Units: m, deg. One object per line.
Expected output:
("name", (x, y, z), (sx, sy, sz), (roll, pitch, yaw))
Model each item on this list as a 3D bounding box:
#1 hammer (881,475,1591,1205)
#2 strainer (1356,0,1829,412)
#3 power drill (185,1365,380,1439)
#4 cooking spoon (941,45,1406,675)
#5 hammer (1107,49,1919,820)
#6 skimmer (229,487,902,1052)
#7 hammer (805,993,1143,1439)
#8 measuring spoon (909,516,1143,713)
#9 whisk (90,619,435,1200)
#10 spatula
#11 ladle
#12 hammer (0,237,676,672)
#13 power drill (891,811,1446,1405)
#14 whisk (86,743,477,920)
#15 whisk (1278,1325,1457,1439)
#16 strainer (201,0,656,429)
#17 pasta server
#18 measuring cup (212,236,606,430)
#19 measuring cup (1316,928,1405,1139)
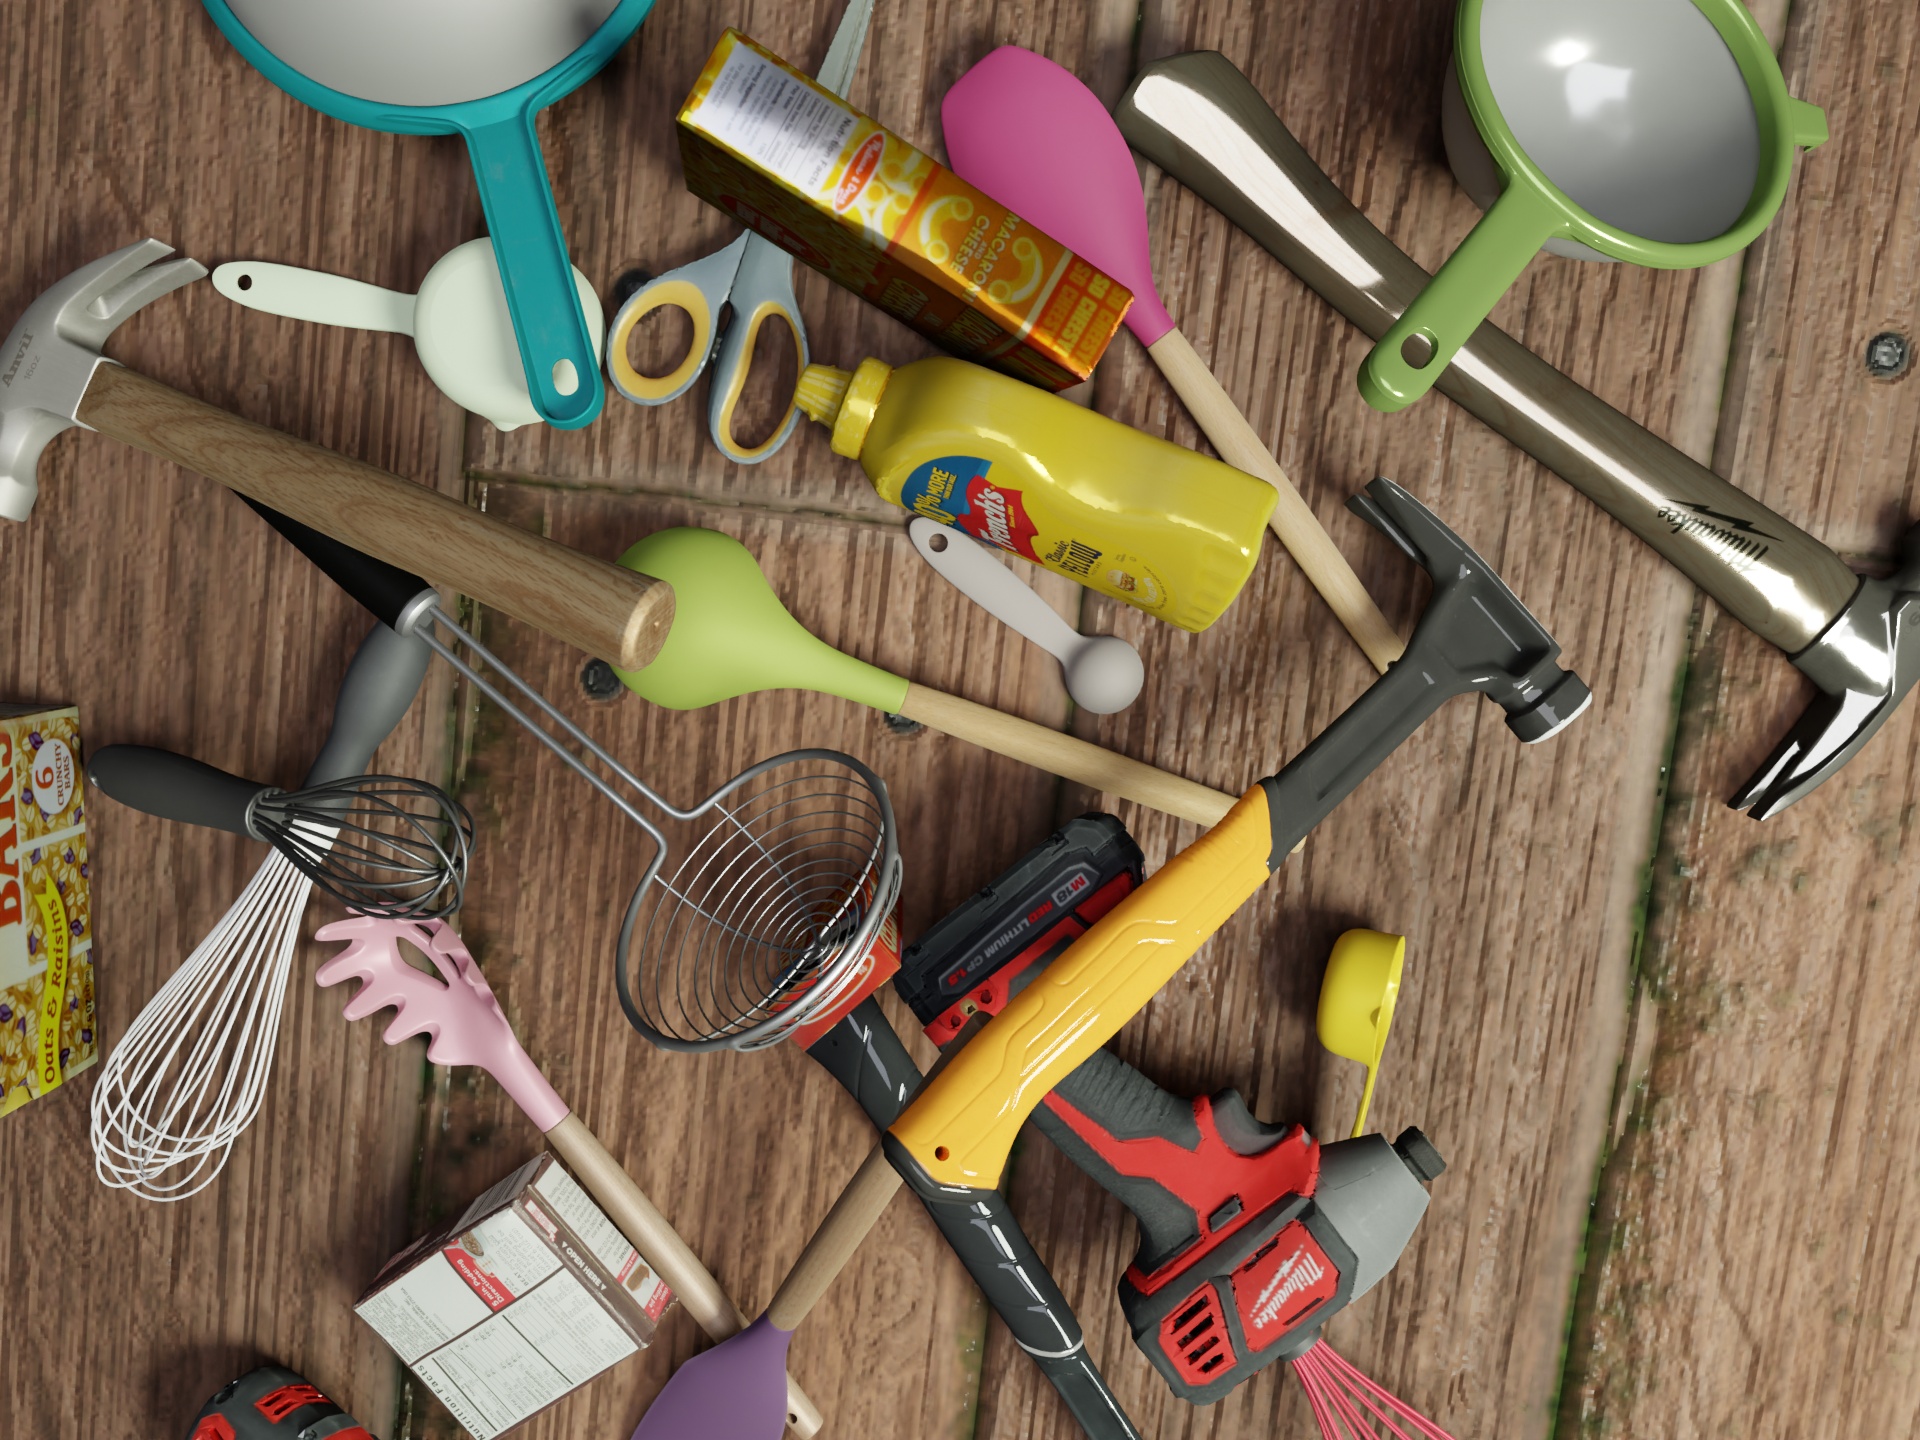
("hammer", (0.096, 0.050, 0.612), (0.337, 0.034, 0.127), (-42, 89, -16))
("strainer", (0.213, -0.197, 0.610), (0.151, 0.069, 0.256), (42, 69, -4))
("power drill", (-0.288, 0.421, 0.681), (0.188, 0.080, 0.226), (28, 95, 26))
("cooking spoon", (0.099, -0.140, 0.668), (0.068, 0.017, 0.319), (-34, 98, 25))
("hammer", (0.228, -0.129, 0.665), (0.410, 0.038, 0.146), (36, 97, -3))
("skimmer", (-0.177, -0.014, 0.614), (0.363, 0.090, 0.127), (38, 81, 11))
("hammer", (0.053, 0.286, 0.695), (0.149, 0.036, 0.409), (-32, 91, 31))
("measuring spoon", (0.027, -0.047, 0.684), (0.124, 0.018, 0.034), (38, 96, -3))
("whisk", (-0.295, 0.077, 0.686), (0.070, 0.070, 0.284), (27, 92, -3))
("spatula", (-0.063, 0.238, 0.674), (0.060, 0.018, 0.315), (30, 115, -3))
("ladle", (-0.001, -0.002, 0.684), (0.320, 0.062, 0.078), (20, 93, -8))
("hammer", (-0.253, -0.095, 0.622), (0.331, 0.031, 0.130), (22, 89, 18))
("power drill", (0.085, 0.151, 0.652), (0.143, 0.078, 0.220), (-38, 82, 5))
("whisk", (-0.279, 0.036, 0.636), (0.239, 0.055, 0.055), (10, 98, 31))
("whisk", (0.163, 0.291, 0.704), (0.073, 0.073, 0.296), (-38, 88, 4))
("strainer", (-0.199, -0.281, 0.600), (0.211, 0.095, 0.340), (-15, 87, 1))
("pasta server", (-0.165, 0.202, 0.704), (0.060, 0.040, 0.316), (-35, 96, 20))
("measuring cup", (-0.234, -0.171, 0.662), (0.167, 0.038, 0.083), (10, 96, -2))
("measuring cup", (0.162, 0.165, 0.690), (0.029, 0.062, 0.156), (15, 101, 21))
